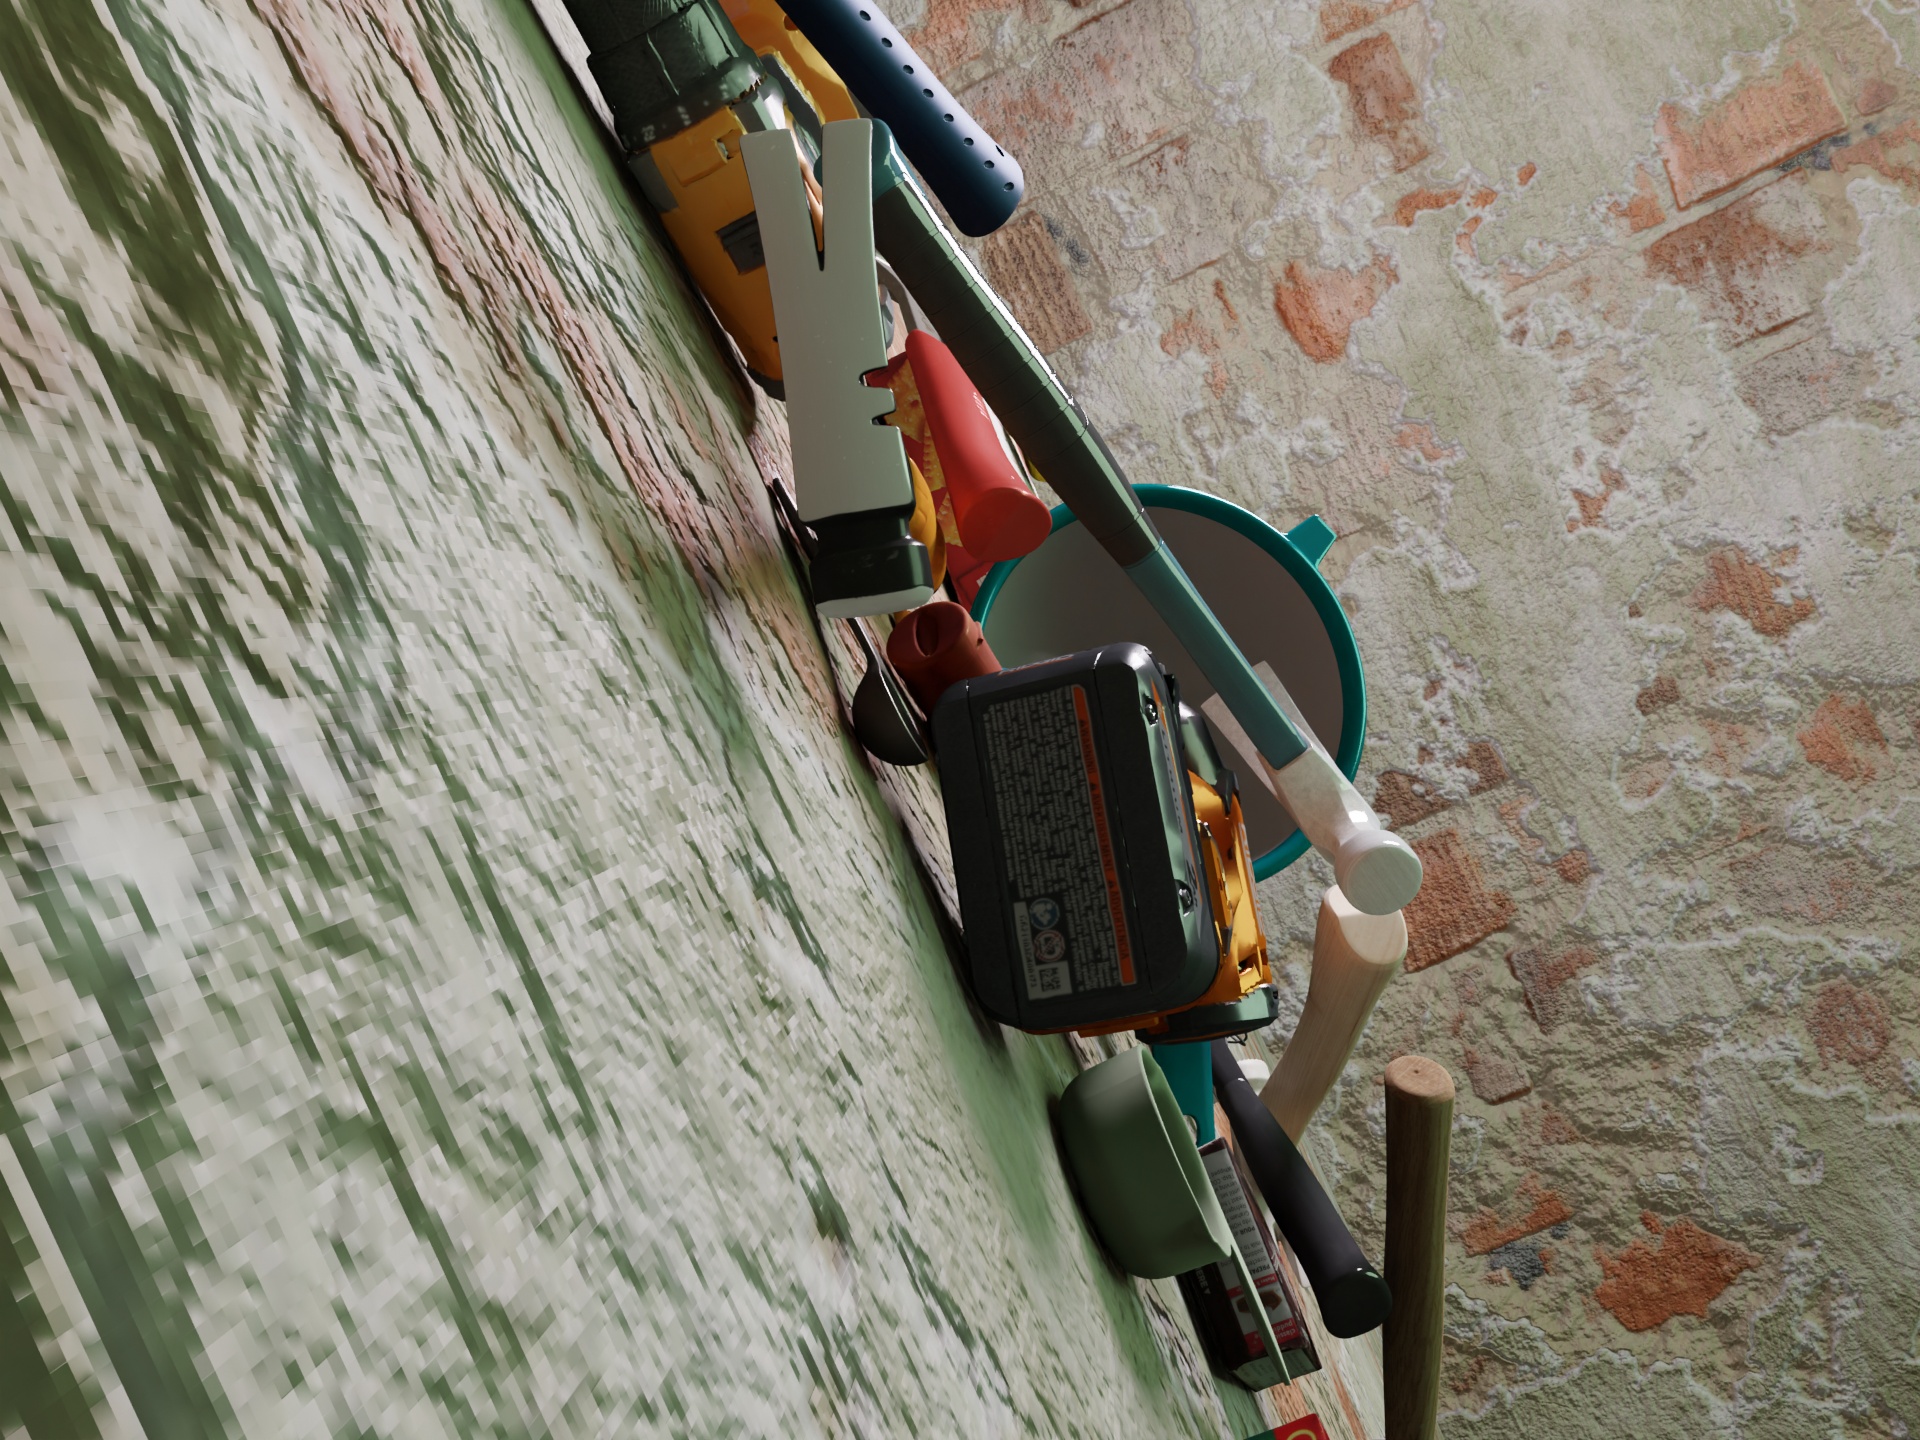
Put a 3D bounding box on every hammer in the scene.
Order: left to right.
[{"bbox_3d":[-0.098,-0.283,0.486,0.405,0.035,0.144,35,30,-48],"label":"hammer"},{"bbox_3d":[-0.027,-0.088,0.560,0.337,0.034,0.127,28,54,-89],"label":"hammer"},{"bbox_3d":[-0.015,-0.180,0.825,0.149,0.036,0.359,27,24,-22],"label":"hammer"},{"bbox_3d":[0.058,-0.074,0.585,0.330,0.033,0.128,51,8,-18],"label":"hammer"},{"bbox_3d":[0.150,0.203,0.831,0.335,0.035,0.146,-113,-174,-75],"label":"hammer"},{"bbox_3d":[0.192,0.204,0.875,0.410,0.038,0.146,85,-6,-60],"label":"hammer"},{"bbox_3d":[0.205,0.300,0.728,0.130,0.031,0.331,-101,-174,-69],"label":"hammer"}]

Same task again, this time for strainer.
[{"bbox_3d":[0.095,0.054,0.810,0.095,0.211,0.340,138,-47,-73],"label":"strainer"}]

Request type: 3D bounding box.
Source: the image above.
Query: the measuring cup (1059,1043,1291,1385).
[{"bbox_3d":[0.079,0.190,0.570,0.083,0.038,0.167,-101,167,-62],"label":"measuring cup"}]

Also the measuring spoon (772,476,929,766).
[{"bbox_3d":[-0.043,-0.033,0.527,0.124,0.018,0.034,62,3,29],"label":"measuring spoon"}]

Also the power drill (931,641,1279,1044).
[{"bbox_3d":[0.063,0.039,0.599,0.226,0.084,0.164,28,51,-68],"label":"power drill"}]

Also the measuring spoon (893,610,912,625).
[{"bbox_3d":[-0.001,-0.002,0.716,0.021,0.011,0.116,-101,165,-62],"label":"measuring spoon"}]

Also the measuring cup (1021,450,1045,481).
[{"bbox_3d":[0.061,-0.150,1.064,0.156,0.029,0.062,75,-1,-47],"label":"measuring cup"}]

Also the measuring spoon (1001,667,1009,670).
[{"bbox_3d":[0.041,0.032,0.740,0.128,0.042,0.021,61,-18,5],"label":"measuring spoon"}]

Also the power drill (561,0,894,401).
[{"bbox_3d":[-0.091,-0.245,0.621,0.185,0.084,0.226,59,14,-31],"label":"power drill"}]

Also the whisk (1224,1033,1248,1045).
[{"bbox_3d":[0.141,0.171,1.061,0.238,0.055,0.055,50,16,-50],"label":"whisk"}]
